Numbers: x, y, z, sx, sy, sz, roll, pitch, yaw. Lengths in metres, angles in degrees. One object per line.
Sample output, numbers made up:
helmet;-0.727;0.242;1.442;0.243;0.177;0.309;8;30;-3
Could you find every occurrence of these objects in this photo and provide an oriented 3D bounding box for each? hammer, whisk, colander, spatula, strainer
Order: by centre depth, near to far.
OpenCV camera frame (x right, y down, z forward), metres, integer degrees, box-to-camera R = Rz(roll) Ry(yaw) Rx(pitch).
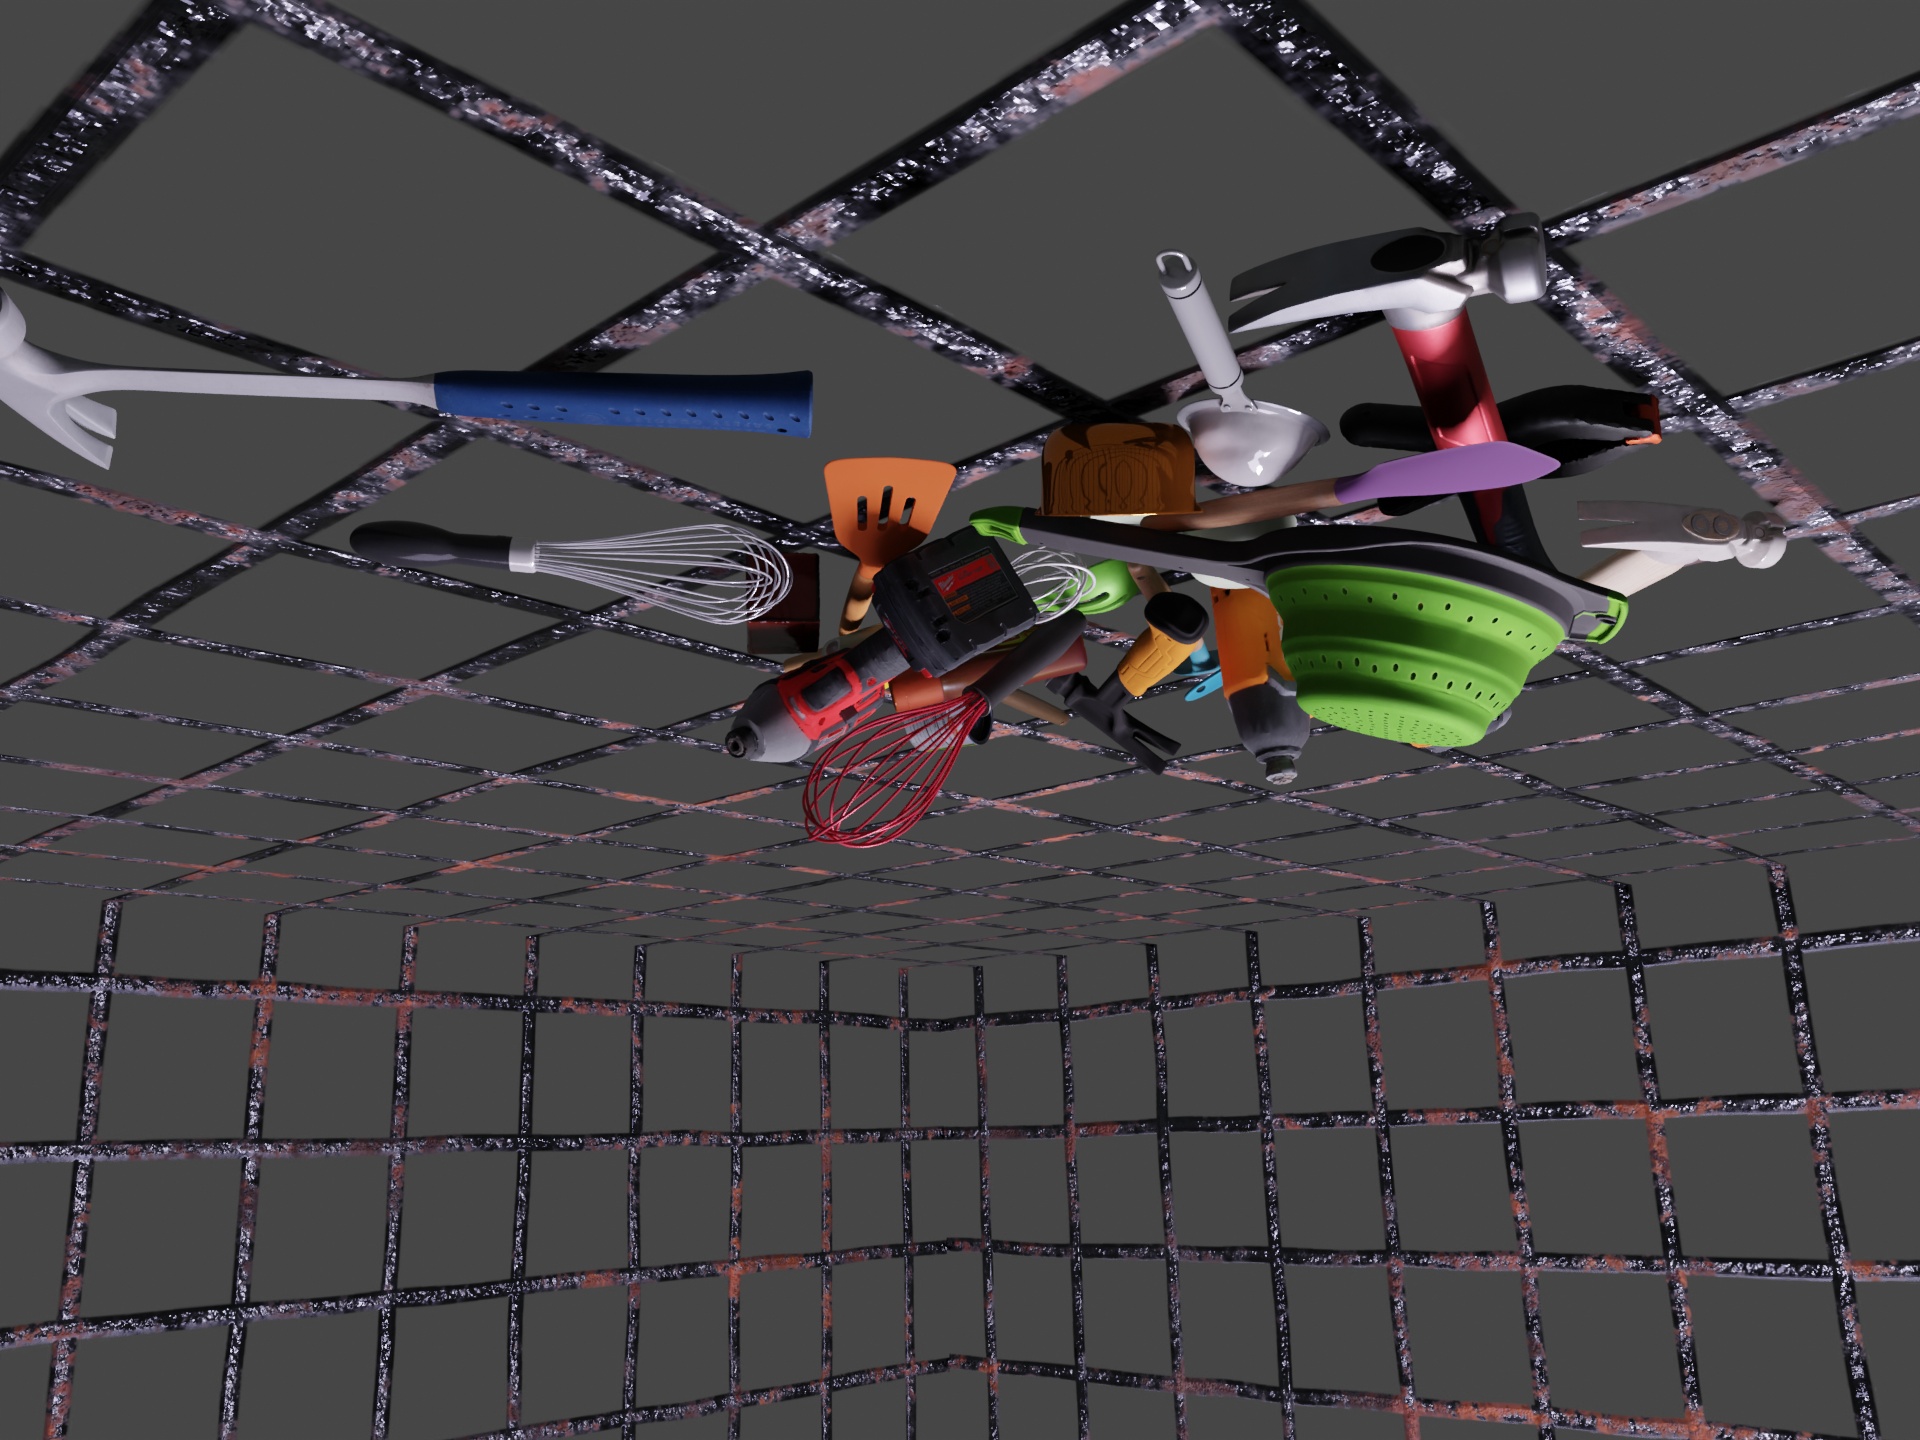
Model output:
hammer;-0.281;-0.169;0.822;0.405;0.035;0.144;1;165;-9
strainer;0.139;-0.176;0.838;0.087;0.050;0.258;8;166;24
hammer;0.270;-0.138;0.874;0.143;0.038;0.385;-4;157;27
spatula;0.198;-0.125;0.887;0.059;0.018;0.316;13;174;-29
colander;0.186;-0.057;0.969;0.397;0.094;0.204;12;173;17
whisk;-0.252;-0.106;1.038;0.284;0.070;0.070;5;164;-6
whisk;-0.002;-0.003;1.041;0.073;0.073;0.296;-18;-164;47
spatula;-0.066;-0.108;1.106;0.081;0.041;0.322;0;169;-9
whisk;-0.008;-0.074;1.149;0.246;0.058;0.059;-15;153;37
spatula;0.168;-0.076;1.201;0.082;0.044;0.317;-8;164;18
hammer;0.141;-0.032;1.206;0.127;0.034;0.337;38;169;3
hammer;0.440;-0.079;1.239;0.146;0.038;0.410;3;165;-12

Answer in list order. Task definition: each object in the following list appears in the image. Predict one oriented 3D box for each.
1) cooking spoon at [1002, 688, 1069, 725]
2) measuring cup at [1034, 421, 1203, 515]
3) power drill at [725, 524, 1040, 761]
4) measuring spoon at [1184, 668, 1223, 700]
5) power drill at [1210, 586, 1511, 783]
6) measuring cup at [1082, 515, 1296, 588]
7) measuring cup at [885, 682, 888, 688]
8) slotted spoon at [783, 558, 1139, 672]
cooking spoon;0.038;-0.024;1.385;0.069;0.017;0.318;-34;160;15
measuring cup;0.098;-0.149;0.934;0.095;0.052;0.173;1;-169;13
power drill;-0.064;-0.039;1.084;0.219;0.078;0.143;-33;179;40
measuring spoon;0.226;-0.058;1.241;0.128;0.021;0.042;-34;147;15
power drill;0.288;-0.031;1.158;0.226;0.164;0.084;4;162;-26
measuring cup;0.147;-0.117;1.055;0.167;0.038;0.083;3;164;-21
measuring cup;-0.061;-0.051;1.295;0.062;0.029;0.156;6;165;-26
slotted spoon;-0.003;-0.072;1.197;0.314;0.031;0.070;-13;166;28
